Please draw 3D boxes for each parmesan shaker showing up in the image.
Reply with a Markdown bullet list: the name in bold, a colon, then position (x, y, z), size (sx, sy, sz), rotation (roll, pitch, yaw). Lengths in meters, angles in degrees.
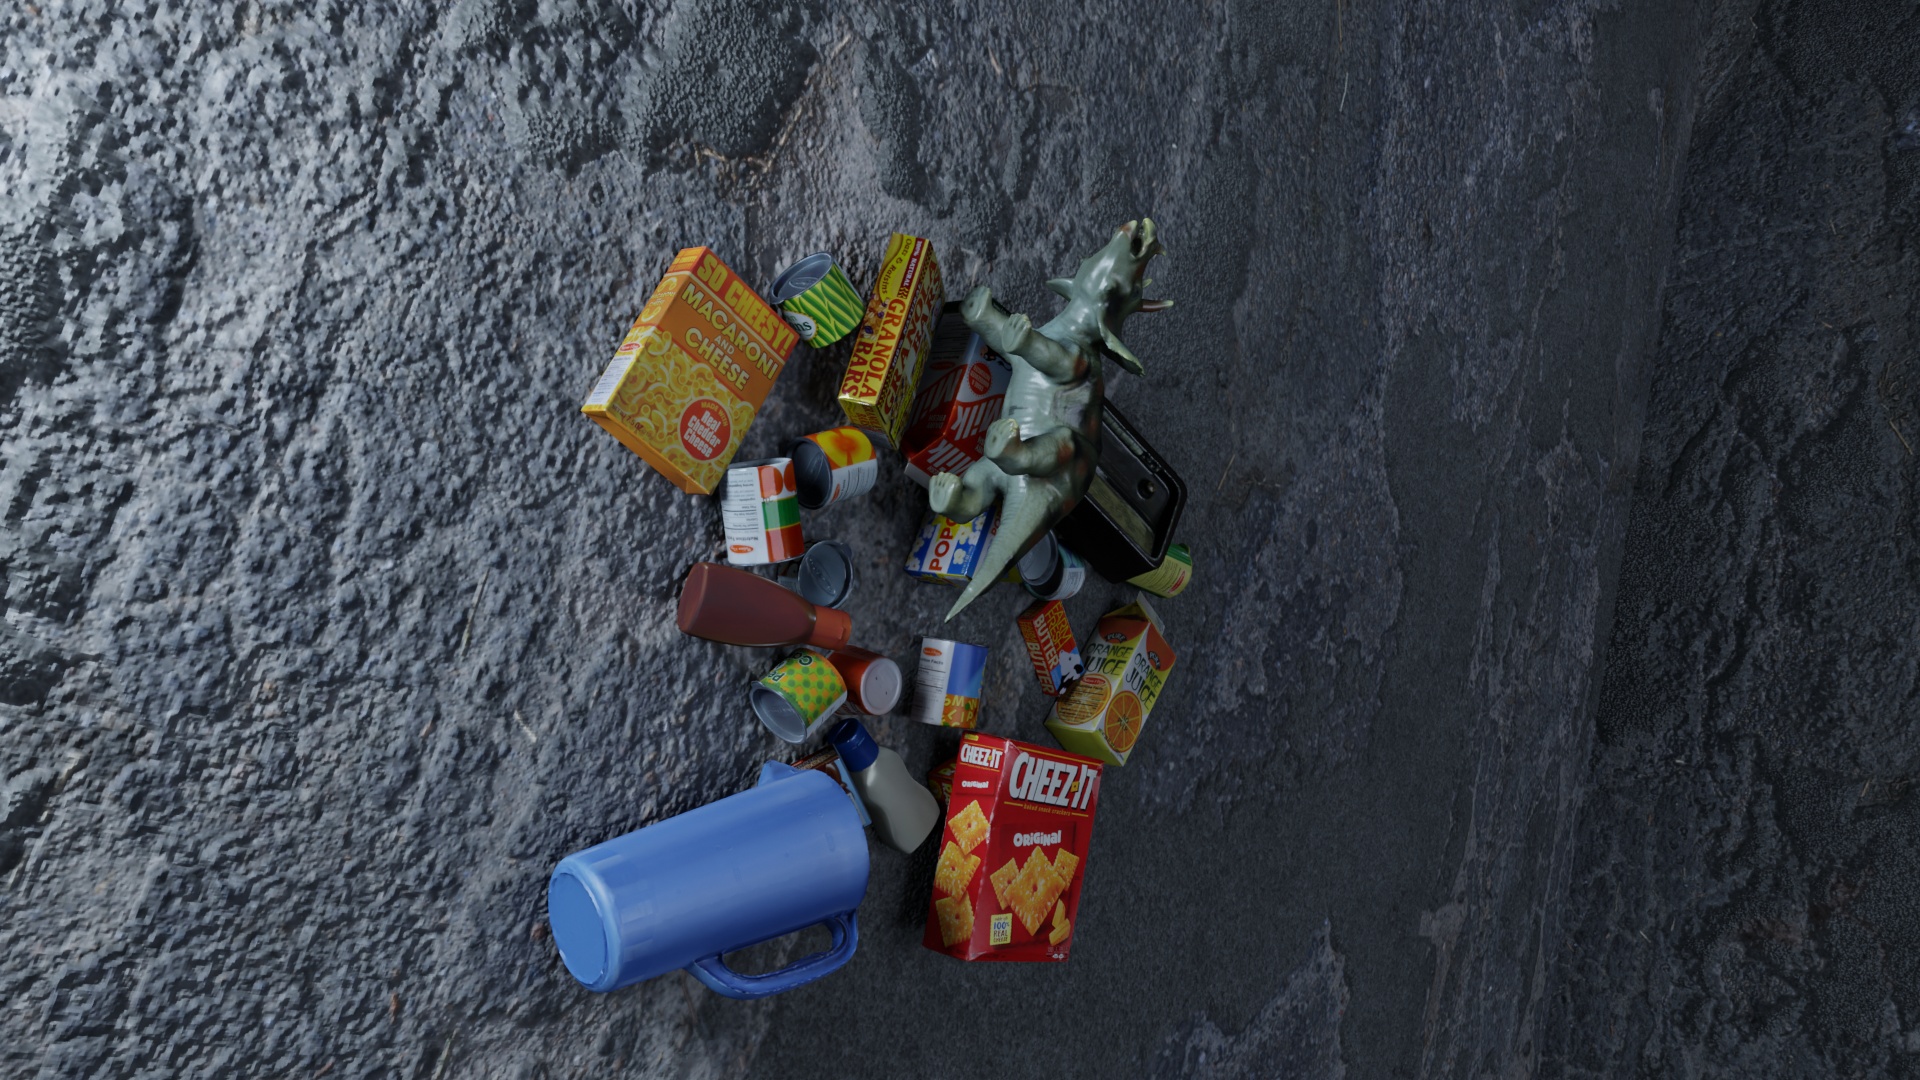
- **parmesan shaker**: position (0.212, 0.021, 1.598), size (0.103, 0.071, 0.071), rotation (22, 77, -45)

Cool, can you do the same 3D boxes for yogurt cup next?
- **yogurt cup**: position (-0.092, 0.133, 1.295), size (0.072, 0.054, 0.072), rotation (-4, 96, -47)

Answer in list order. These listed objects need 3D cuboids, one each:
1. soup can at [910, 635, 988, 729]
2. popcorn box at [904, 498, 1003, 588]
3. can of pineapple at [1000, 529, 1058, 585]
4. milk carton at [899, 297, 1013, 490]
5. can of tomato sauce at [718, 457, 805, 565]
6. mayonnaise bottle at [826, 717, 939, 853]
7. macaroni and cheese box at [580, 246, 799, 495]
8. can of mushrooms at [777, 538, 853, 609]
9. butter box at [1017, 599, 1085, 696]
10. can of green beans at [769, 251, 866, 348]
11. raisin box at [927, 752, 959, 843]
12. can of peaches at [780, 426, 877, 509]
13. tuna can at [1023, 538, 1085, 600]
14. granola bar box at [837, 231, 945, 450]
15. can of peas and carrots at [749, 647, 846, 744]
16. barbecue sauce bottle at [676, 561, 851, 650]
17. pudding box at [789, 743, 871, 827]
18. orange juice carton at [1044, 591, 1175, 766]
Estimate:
- **soup can**: position (-0.009, 0.141, 1.373), size (0.071, 0.071, 0.084), rotation (14, 83, -46)
- **popcorn box**: position (0.005, -0.017, 1.364), size (0.038, 0.085, 0.127), rotation (35, 68, -41)
- **can of pineapple**: position (0.059, 0.010, 1.443), size (0.071, 0.058, 0.071), rotation (-4, 95, -47)
- **milk carton**: position (-0.002, -0.136, 1.358), size (0.072, 0.073, 0.191), rotation (34, 69, -42)
- **can of tomato sauce**: position (-0.170, -0.026, 1.194), size (0.071, 0.071, 0.083), rotation (-16, 104, -45)
- **mayonnaise bottle**: position (-0.076, 0.231, 1.328), size (0.065, 0.041, 0.147), rotation (-52, 125, -31)
- **macaroni and cheese box**: position (-0.220, -0.140, 1.152), size (0.123, 0.040, 0.167), rotation (43, 63, -39)
- **can of mushrooms**: position (-0.130, 0.030, 1.263), size (0.071, 0.033, 0.071), rotation (-4, 95, -46)
- **butter box**: position (0.100, 0.114, 1.517), size (0.053, 0.024, 0.103), rotation (-40, 121, -38)
- **can of green beans**: position (-0.126, -0.212, 1.228), size (0.071, 0.071, 0.057), rotation (-56, 129, -28)
- **raisin box**: position (0.017, 0.279, 1.430), size (0.086, 0.040, 0.123), rotation (-25, 112, -42)
- **can of peaches**: position (-0.118, -0.068, 1.247), size (0.058, 0.071, 0.071), rotation (-19, 106, -44)
- **tuna can**: position (0.097, 0.029, 1.481), size (0.033, 0.071, 0.071), rotation (0, 93, -46)
- **granola bar box**: position (-0.059, -0.180, 1.276), size (0.124, 0.039, 0.166), rotation (68, 37, -73)
- **can of peas and carrots**: position (-0.145, 0.135, 1.231), size (0.059, 0.071, 0.070), rotation (-43, 122, -36)
- **barbecue sauce bottle**: position (-0.165, 0.064, 1.197), size (0.148, 0.043, 0.065), rotation (16, 89, -32)
- **pudding box**: position (-0.120, 0.234, 1.275), size (0.050, 0.030, 0.083), rotation (-27, 115, -9)
- **orange juice carton**: position (0.179, 0.152, 1.568), size (0.071, 0.073, 0.193), rotation (52, 57, -35)
